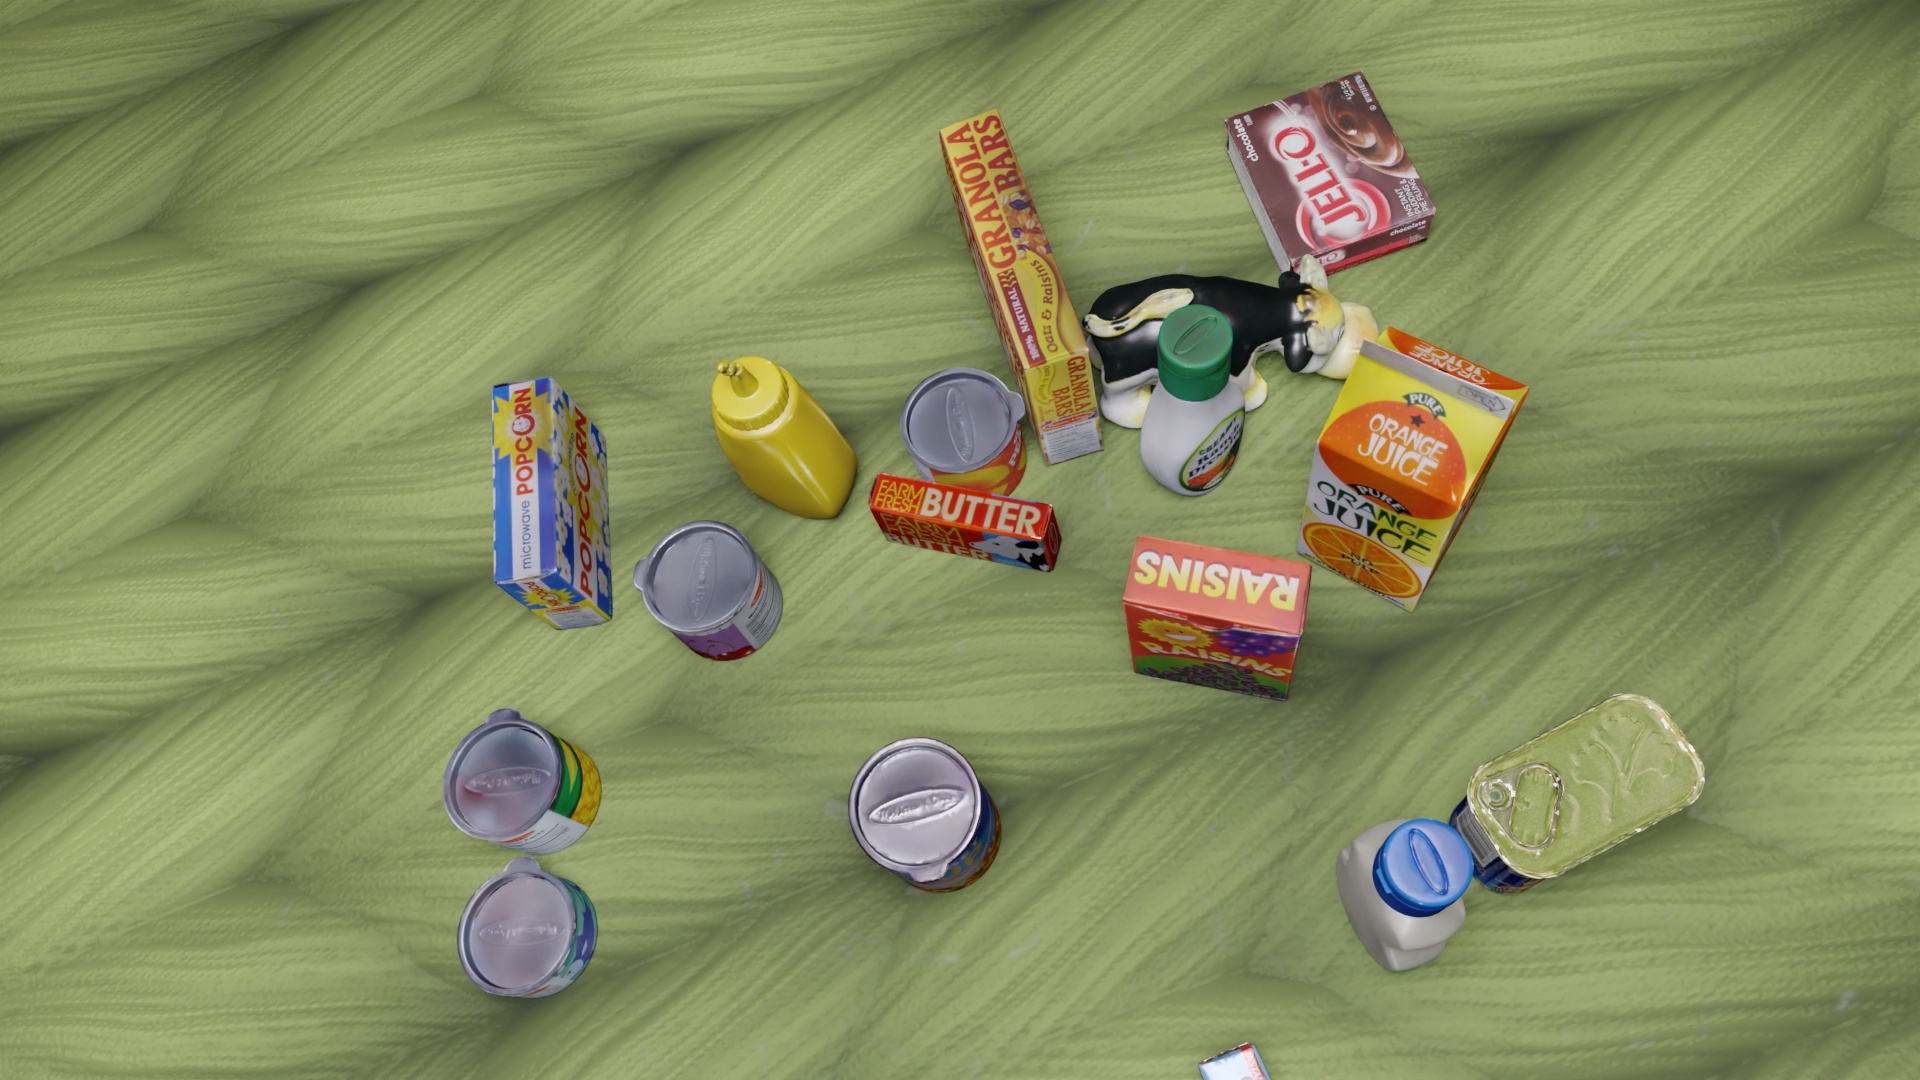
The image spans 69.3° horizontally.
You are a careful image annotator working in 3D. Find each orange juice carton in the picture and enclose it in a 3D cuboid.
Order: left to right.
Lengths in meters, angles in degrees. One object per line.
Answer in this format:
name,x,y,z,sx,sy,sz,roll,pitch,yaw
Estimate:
orange juice carton,0.221,-0.039,0.687,0.072,0.192,0.073,29,76,19

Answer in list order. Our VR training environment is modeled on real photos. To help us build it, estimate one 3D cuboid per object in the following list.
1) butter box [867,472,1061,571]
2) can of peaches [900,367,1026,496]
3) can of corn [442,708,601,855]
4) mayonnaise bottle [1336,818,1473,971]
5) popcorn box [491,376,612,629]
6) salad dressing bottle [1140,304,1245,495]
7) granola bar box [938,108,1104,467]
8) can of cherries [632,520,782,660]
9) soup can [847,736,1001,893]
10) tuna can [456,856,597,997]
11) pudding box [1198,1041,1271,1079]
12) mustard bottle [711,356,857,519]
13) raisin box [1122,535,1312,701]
butter box,0.003,-0.010,0.786,0.103,0.053,0.024,11,71,13
can of peaches,0.005,-0.058,0.803,0.071,0.058,0.071,-3,68,8
can of corn,-0.239,0.134,0.764,0.071,0.058,0.071,-3,68,8
mayonnaise bottle,0.203,0.158,0.634,0.041,0.147,0.065,-21,67,1
popcorn box,-0.238,-0.020,0.812,0.038,0.085,0.127,-11,67,5
salad dressing bottle,0.124,-0.073,0.741,0.064,0.147,0.044,-42,68,-8
granola bar box,0.035,-0.141,0.796,0.039,0.124,0.166,-18,66,2
can of cherries,-0.143,0.029,0.791,0.071,0.058,0.072,-3,68,8
soup can,-0.016,0.145,0.709,0.071,0.083,0.071,-3,68,8
tuna can,-0.232,0.208,0.746,0.071,0.032,0.071,-3,68,8
pudding box,0.141,0.280,0.647,0.030,0.049,0.084,-23,66,0
mustard bottle,-0.102,-0.061,0.766,0.065,0.159,0.049,17,72,15
raisin box,0.129,0.042,0.706,0.086,0.123,0.040,11,71,13
